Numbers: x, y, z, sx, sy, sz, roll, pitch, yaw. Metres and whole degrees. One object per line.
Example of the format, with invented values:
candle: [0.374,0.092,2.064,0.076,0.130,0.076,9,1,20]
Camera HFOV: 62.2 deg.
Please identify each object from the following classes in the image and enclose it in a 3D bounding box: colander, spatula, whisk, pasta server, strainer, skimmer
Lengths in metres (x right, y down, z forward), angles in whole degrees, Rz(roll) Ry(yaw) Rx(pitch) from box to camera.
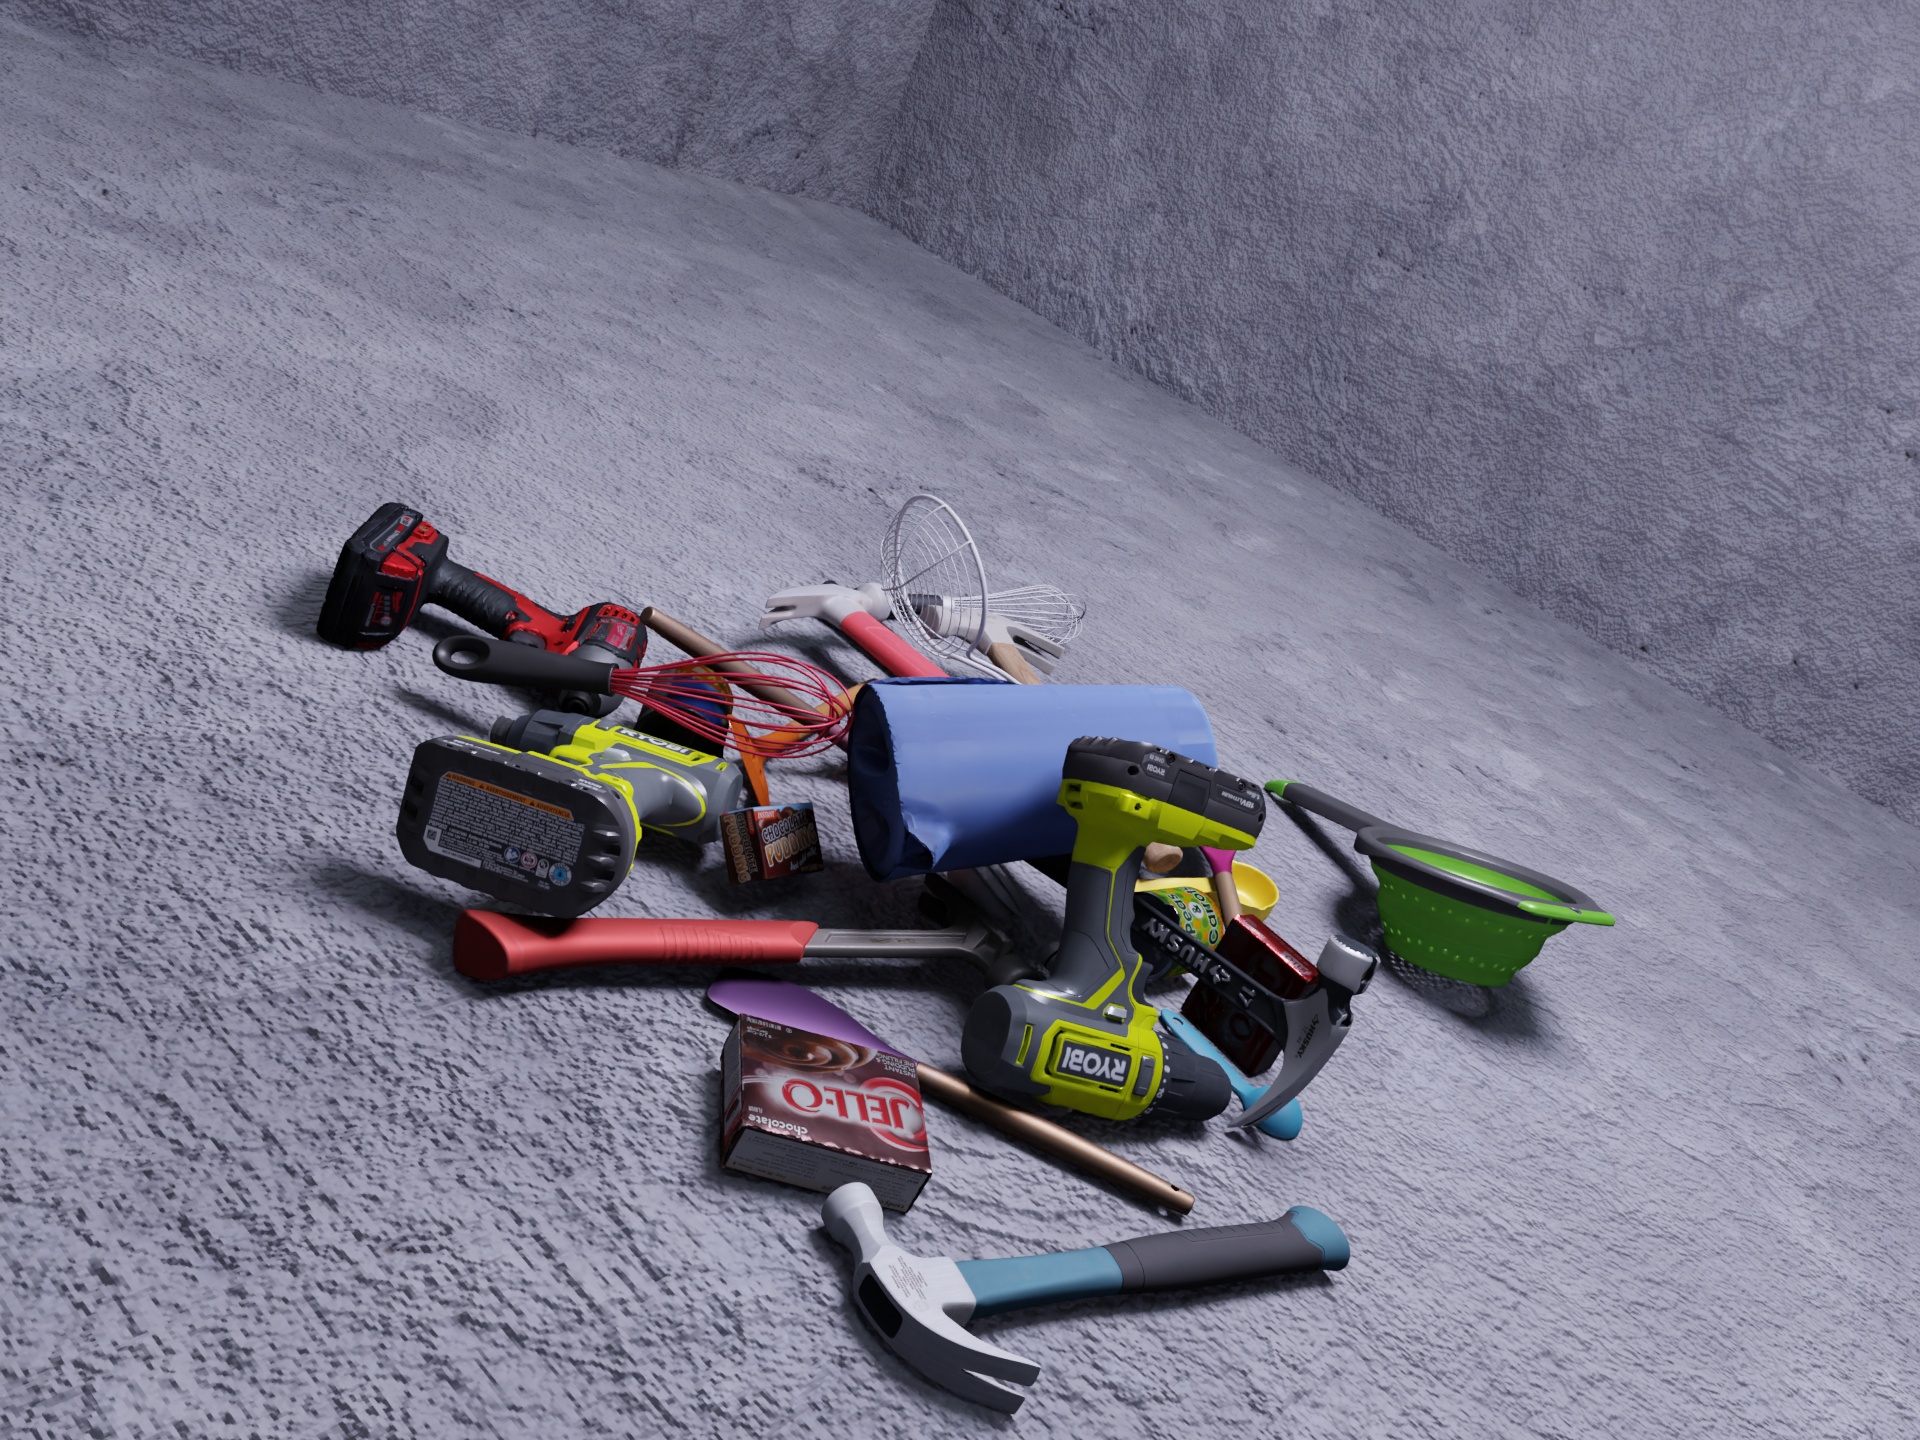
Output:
colander: [0.394,0.147,1.436,0.204,0.094,0.397,11,9,-28]
spatula: [-0.005,0.222,0.957,0.316,0.018,0.060,25,20,3]
whisk: [-0.218,-0.024,1.085,0.296,0.073,0.073,9,23,4]
whisk: [0.009,-0.114,1.633,0.284,0.070,0.070,2,32,-32]
pasta server: [-0.121,-0.017,1.186,0.060,0.040,0.315,20,-10,42]
strainer: [0.057,0.160,1.118,0.259,0.050,0.086,46,5,29]
spatula: [-0.118,0.003,1.270,0.081,0.041,0.322,70,22,-7]
skimmer: [0.080,-0.035,1.266,0.363,0.090,0.127,37,-22,-19]

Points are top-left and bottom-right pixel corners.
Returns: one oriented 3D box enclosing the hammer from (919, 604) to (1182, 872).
hammer: [0.091,0.009,1.384,0.130,0.031,0.332,4,37,-40]

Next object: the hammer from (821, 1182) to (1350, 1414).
hammer: [0.090,0.298,0.870,0.330,0.033,0.128,7,29,-36]

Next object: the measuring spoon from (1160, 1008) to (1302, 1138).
measuring spoon: [0.188,0.238,1.103,0.042,0.021,0.129,-4,38,-48]

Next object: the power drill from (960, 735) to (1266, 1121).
power drill: [0.114,0.139,1.008,0.190,0.228,0.080,20,-9,-29]

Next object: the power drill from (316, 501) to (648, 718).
power drill: [-0.344,-0.069,1.170,0.219,0.078,0.143,23,24,-11]

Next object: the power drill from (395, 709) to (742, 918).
power drill: [-0.246,0.044,0.989,0.171,0.080,0.223,18,10,5]

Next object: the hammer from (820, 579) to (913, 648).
hammer: [-0.020,-0.034,1.454,0.335,0.035,0.146,39,28,31]

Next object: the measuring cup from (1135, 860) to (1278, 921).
measuring cup: [0.188,0.146,1.304,0.156,0.029,0.062,0,36,-22]

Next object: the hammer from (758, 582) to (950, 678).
hammer: [-0.002,-0.004,1.325,0.387,0.038,0.143,38,30,30]

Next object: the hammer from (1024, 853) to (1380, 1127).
hammer: [0.109,0.133,1.156,0.036,0.149,0.409,12,16,-46]

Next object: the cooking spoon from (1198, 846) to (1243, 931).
cooking spoon: [0.215,0.144,1.274,0.068,0.017,0.319,4,35,-5]

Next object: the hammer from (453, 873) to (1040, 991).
hammer: [-0.131,0.132,0.984,0.358,0.036,0.149,6,18,-33]
